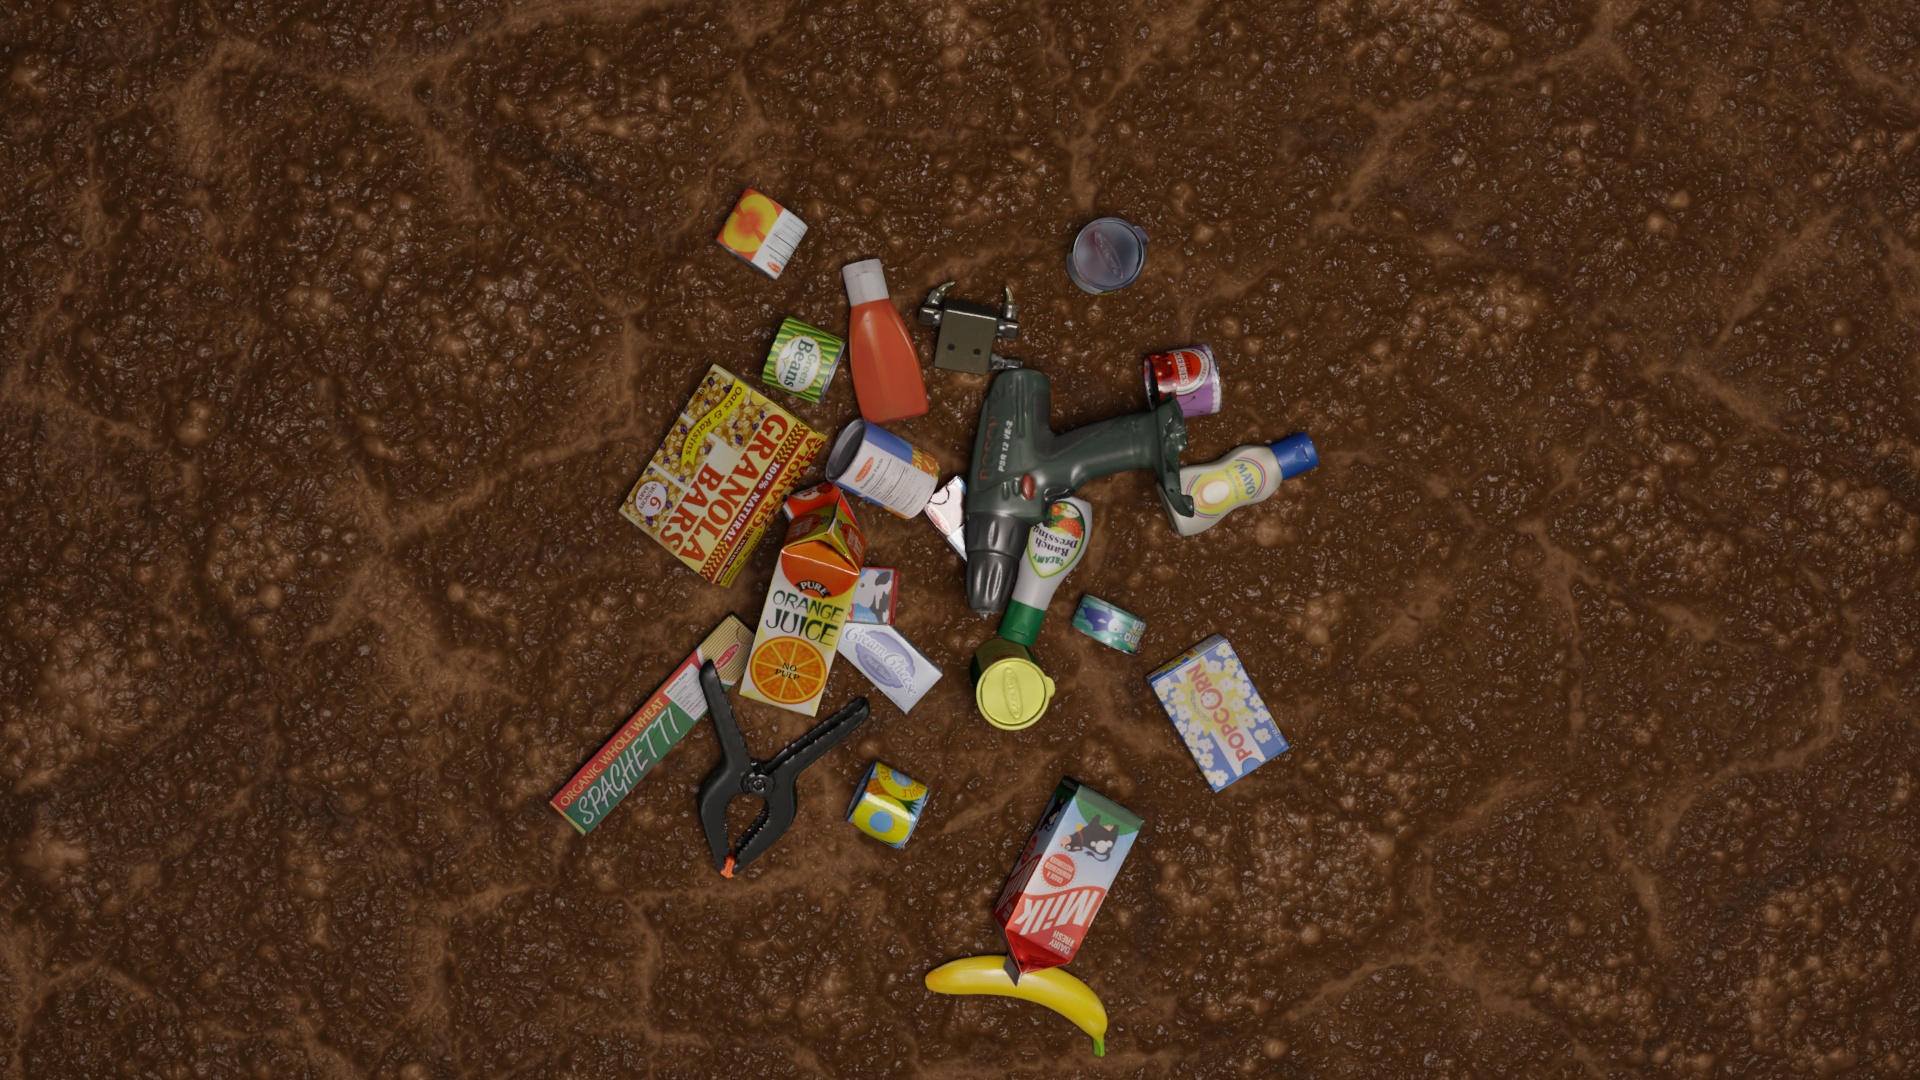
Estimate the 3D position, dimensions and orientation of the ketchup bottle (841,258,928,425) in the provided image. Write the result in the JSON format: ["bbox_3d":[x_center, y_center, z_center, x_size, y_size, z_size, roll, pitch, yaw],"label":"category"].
[{"bbox_3d":[-0.075,-0.183,1.283,0.065,0.043,0.148,-13,96,1],"label":"ketchup bottle"}]

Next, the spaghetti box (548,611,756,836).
[{"bbox_3d":[-0.284,0.172,1.311,0.050,0.029,0.250,44,91,-6],"label":"spaghetti box"}]

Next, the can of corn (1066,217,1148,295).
[{"bbox_3d":[0.135,-0.262,1.281,0.071,0.058,0.071,0,96,-3],"label":"can of corn"}]

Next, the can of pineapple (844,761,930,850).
[{"bbox_3d":[-0.069,0.248,1.313,0.058,0.071,0.071,28,94,-6],"label":"can of pineapple"}]

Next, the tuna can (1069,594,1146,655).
[{"bbox_3d":[0.141,0.079,1.308,0.071,0.071,0.033,24,94,-5],"label":"tuna can"}]

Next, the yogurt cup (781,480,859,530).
[{"bbox_3d":[-0.129,-0.021,1.286,0.054,0.072,0.072,-29,97,-8],"label":"yogurt cup"}]

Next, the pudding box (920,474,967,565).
[{"bbox_3d":[0.005,-0.016,1.311,0.049,0.030,0.083,-40,96,2],"label":"pudding box"}]

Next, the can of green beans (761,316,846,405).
[{"bbox_3d":[-0.143,-0.164,1.269,0.058,0.071,0.071,22,94,-5],"label":"can of green beans"}]

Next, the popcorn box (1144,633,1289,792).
[{"bbox_3d":[0.246,0.165,1.339,0.085,0.038,0.126,-31,96,-1],"label":"popcorn box"}]

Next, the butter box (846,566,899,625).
[{"bbox_3d":[-0.111,0.050,1.295,0.103,0.024,0.053,4,82,11],"label":"butter box"}]

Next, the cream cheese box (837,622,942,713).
[{"bbox_3d":[-0.071,0.110,1.321,0.104,0.024,0.053,43,91,-6],"label":"cream cheese box"}]

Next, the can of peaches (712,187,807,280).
[{"bbox_3d":[-0.182,-0.278,1.257,0.071,0.071,0.058,32,93,-6],"label":"can of peaches"}]

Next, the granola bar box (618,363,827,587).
[{"bbox_3d":[-0.217,-0.059,1.263,0.124,0.039,0.165,34,93,22],"label":"granola bar box"}]

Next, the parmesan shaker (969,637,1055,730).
[{"bbox_3d":[0.047,0.131,1.291,0.071,0.103,0.071,0,96,-3],"label":"parmesan shaker"}]

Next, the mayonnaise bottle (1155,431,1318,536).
[{"bbox_3d":[0.264,-0.059,1.317,0.148,0.041,0.064,-23,95,0],"label":"mayonnaise bottle"}]

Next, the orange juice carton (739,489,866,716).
[{"bbox_3d":[-0.134,0.051,1.232,0.073,0.072,0.191,17,112,-5],"label":"orange juice carton"}]

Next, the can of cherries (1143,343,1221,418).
[{"bbox_3d":[0.206,-0.147,1.290,0.058,0.071,0.071,-10,96,-1],"label":"can of cherries"}]

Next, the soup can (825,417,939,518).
[{"bbox_3d":[-0.071,-0.067,1.275,0.084,0.071,0.071,27,94,-26],"label":"soup can"}]

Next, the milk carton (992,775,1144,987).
[{"bbox_3d":[0.091,0.326,1.313,0.073,0.072,0.190,30,84,-6],"label":"milk carton"}]

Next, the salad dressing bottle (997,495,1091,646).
[{"bbox_3d":[0.077,0.026,1.312,0.064,0.044,0.147,20,94,-2],"label":"salad dressing bottle"}]
